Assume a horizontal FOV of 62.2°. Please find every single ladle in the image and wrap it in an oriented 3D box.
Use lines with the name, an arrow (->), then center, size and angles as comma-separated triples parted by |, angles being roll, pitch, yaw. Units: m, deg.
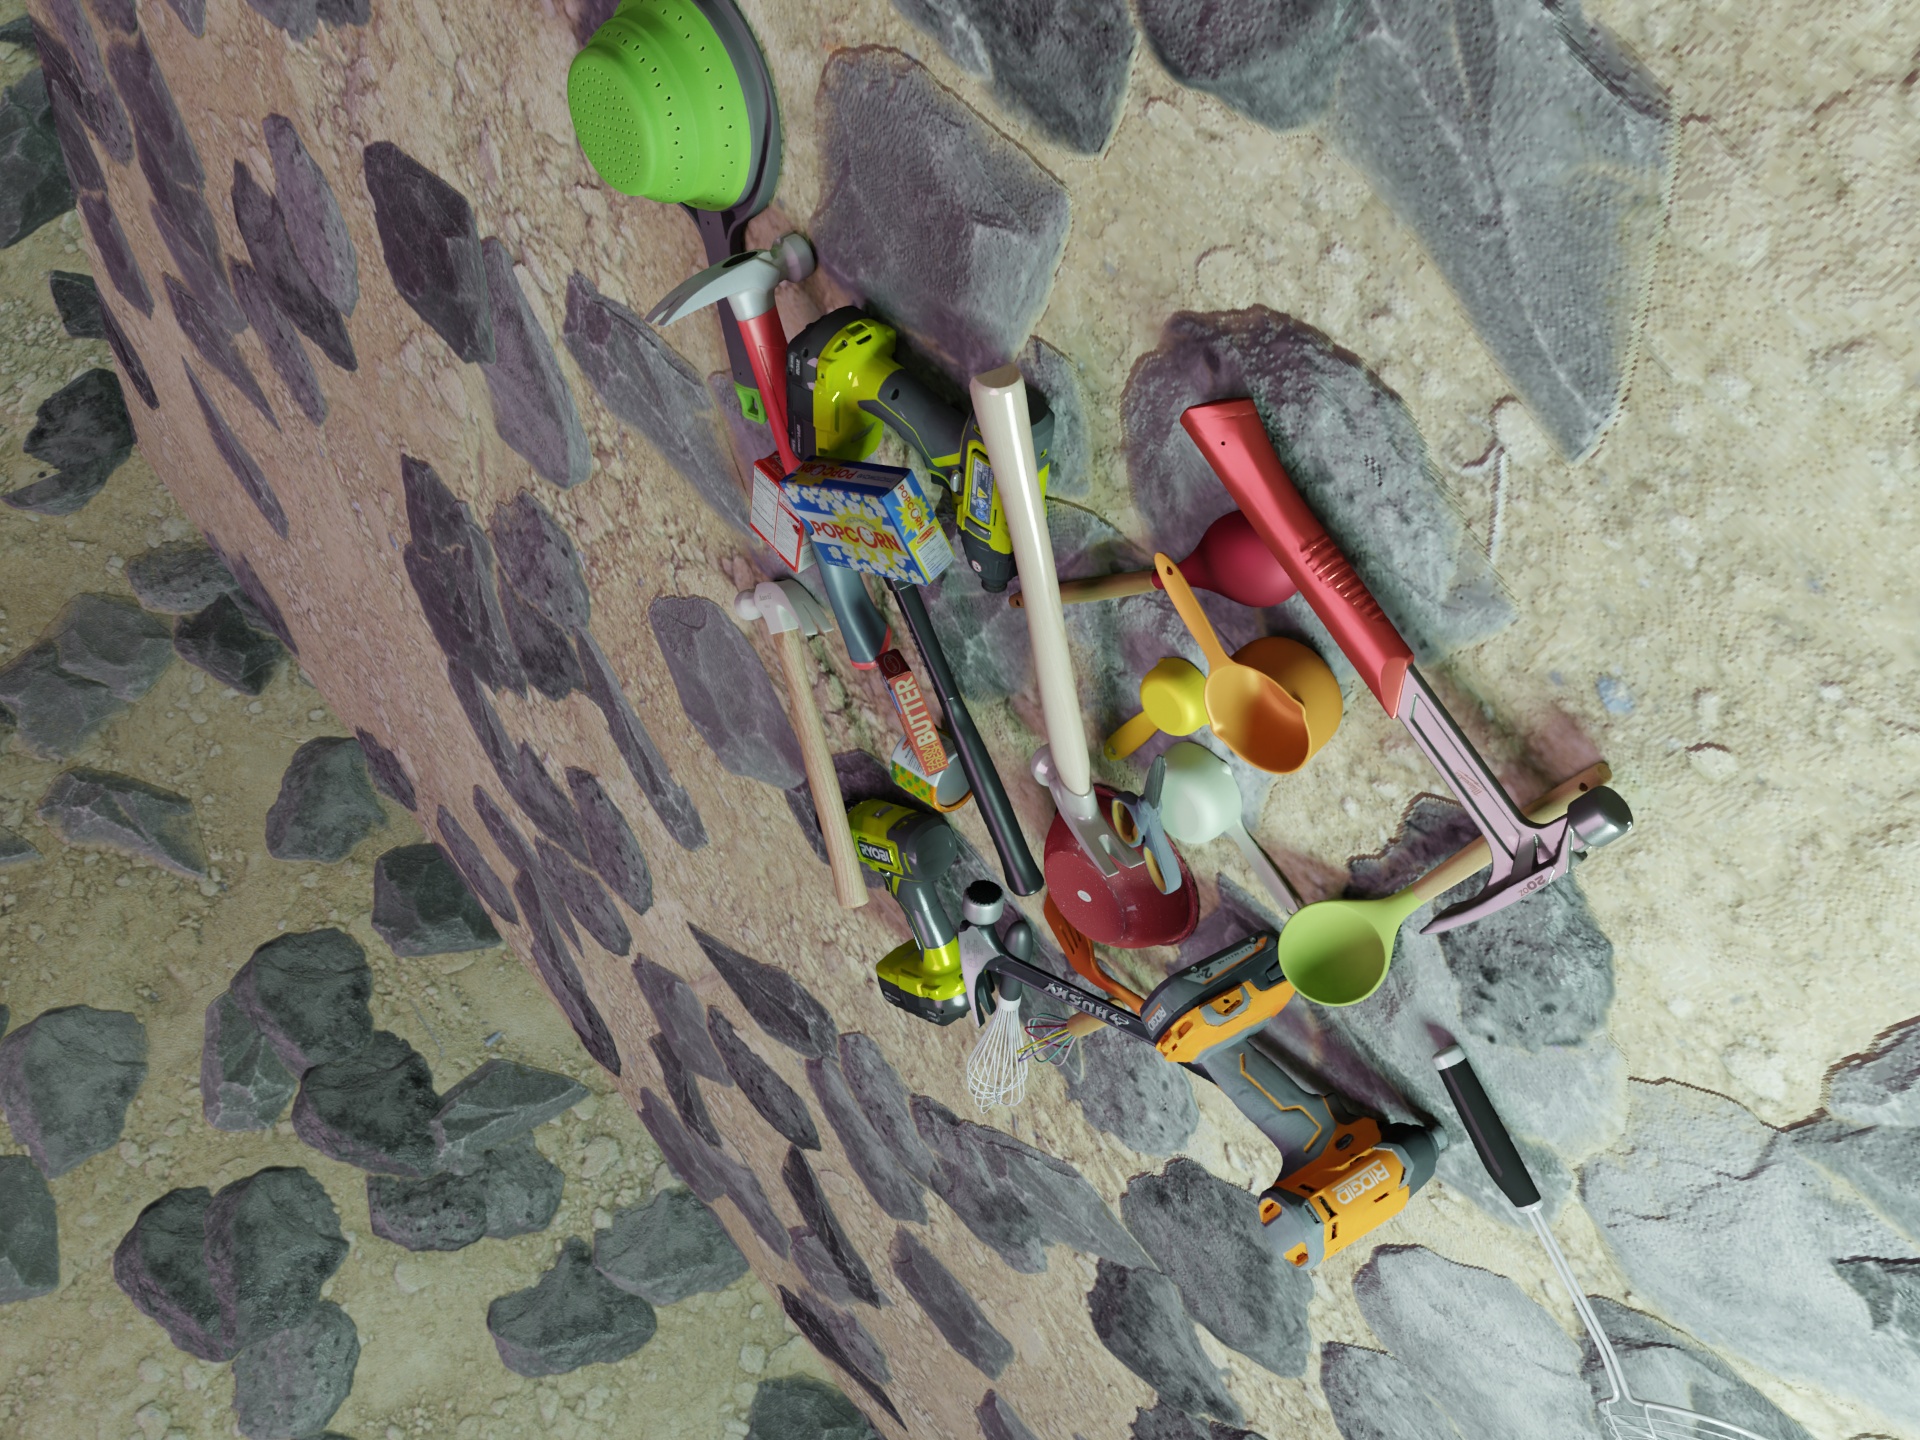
ladle -> 0.312, 0.109, 1.048 | 0.078, 0.062, 0.320 | 50, 147, 10
ladle -> 0.126, -0.101, 1.142 | 0.315, 0.031, 0.069 | -3, 116, 58

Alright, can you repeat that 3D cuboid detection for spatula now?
spatula -> 0.186, 0.266, 1.410 | 0.323, 0.041, 0.081 | 41, 147, 17

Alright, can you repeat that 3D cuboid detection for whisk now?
whisk -> 0.106, 0.289, 1.500 | 0.047, 0.051, 0.245 | 17, 157, -10
whisk -> 0.046, 0.302, 1.609 | 0.070, 0.070, 0.284 | 36, 139, 30

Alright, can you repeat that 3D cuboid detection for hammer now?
hammer -> -0.002, -0.004, 1.335 | 0.146, 0.035, 0.334 | -149, 35, -76
hammer -> 0.066, -0.065, 1.150 | 0.146, 0.038, 0.410 | -123, 14, -48
hammer -> 0.243, -0.046, 0.977 | 0.149, 0.036, 0.359 | -42, 77, 42
hammer -> -0.142, 0.023, 1.560 | 0.130, 0.031, 0.331 | -8, 98, 56
hammer -> 0.172, 0.274, 1.339 | 0.409, 0.036, 0.149 | 23, 130, 24
hammer -> -0.139, -0.197, 1.333 | 0.038, 0.143, 0.385 | 28, 144, 45

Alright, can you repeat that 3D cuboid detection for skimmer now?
skimmer -> 0.456, 0.388, 1.136 | 0.363, 0.090, 0.127 | 63, 153, 9

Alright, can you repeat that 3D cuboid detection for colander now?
colander -> -0.228, -0.409, 1.282 | 0.205, 0.094, 0.396 | 28, 139, 39

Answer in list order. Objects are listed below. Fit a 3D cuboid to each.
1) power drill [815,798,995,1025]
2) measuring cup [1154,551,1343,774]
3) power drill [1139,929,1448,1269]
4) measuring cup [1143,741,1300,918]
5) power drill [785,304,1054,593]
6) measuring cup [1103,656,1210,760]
power drill -> -0.061, 0.184, 1.630 | 0.191, 0.080, 0.228 | 11, 125, 50
measuring cup -> 0.191, -0.049, 1.066 | 0.173, 0.052, 0.095 | 58, 150, -6
power drill -> 0.258, 0.279, 1.211 | 0.227, 0.164, 0.084 | 58, 152, 23
measuring cup -> 0.199, 0.094, 1.207 | 0.167, 0.038, 0.083 | 54, 150, 7
power drill -> -0.030, -0.206, 1.216 | 0.223, 0.080, 0.171 | 36, 144, 25
measuring cup -> 0.140, 0.004, 1.215 | 0.062, 0.029, 0.156 | 53, 148, 6
